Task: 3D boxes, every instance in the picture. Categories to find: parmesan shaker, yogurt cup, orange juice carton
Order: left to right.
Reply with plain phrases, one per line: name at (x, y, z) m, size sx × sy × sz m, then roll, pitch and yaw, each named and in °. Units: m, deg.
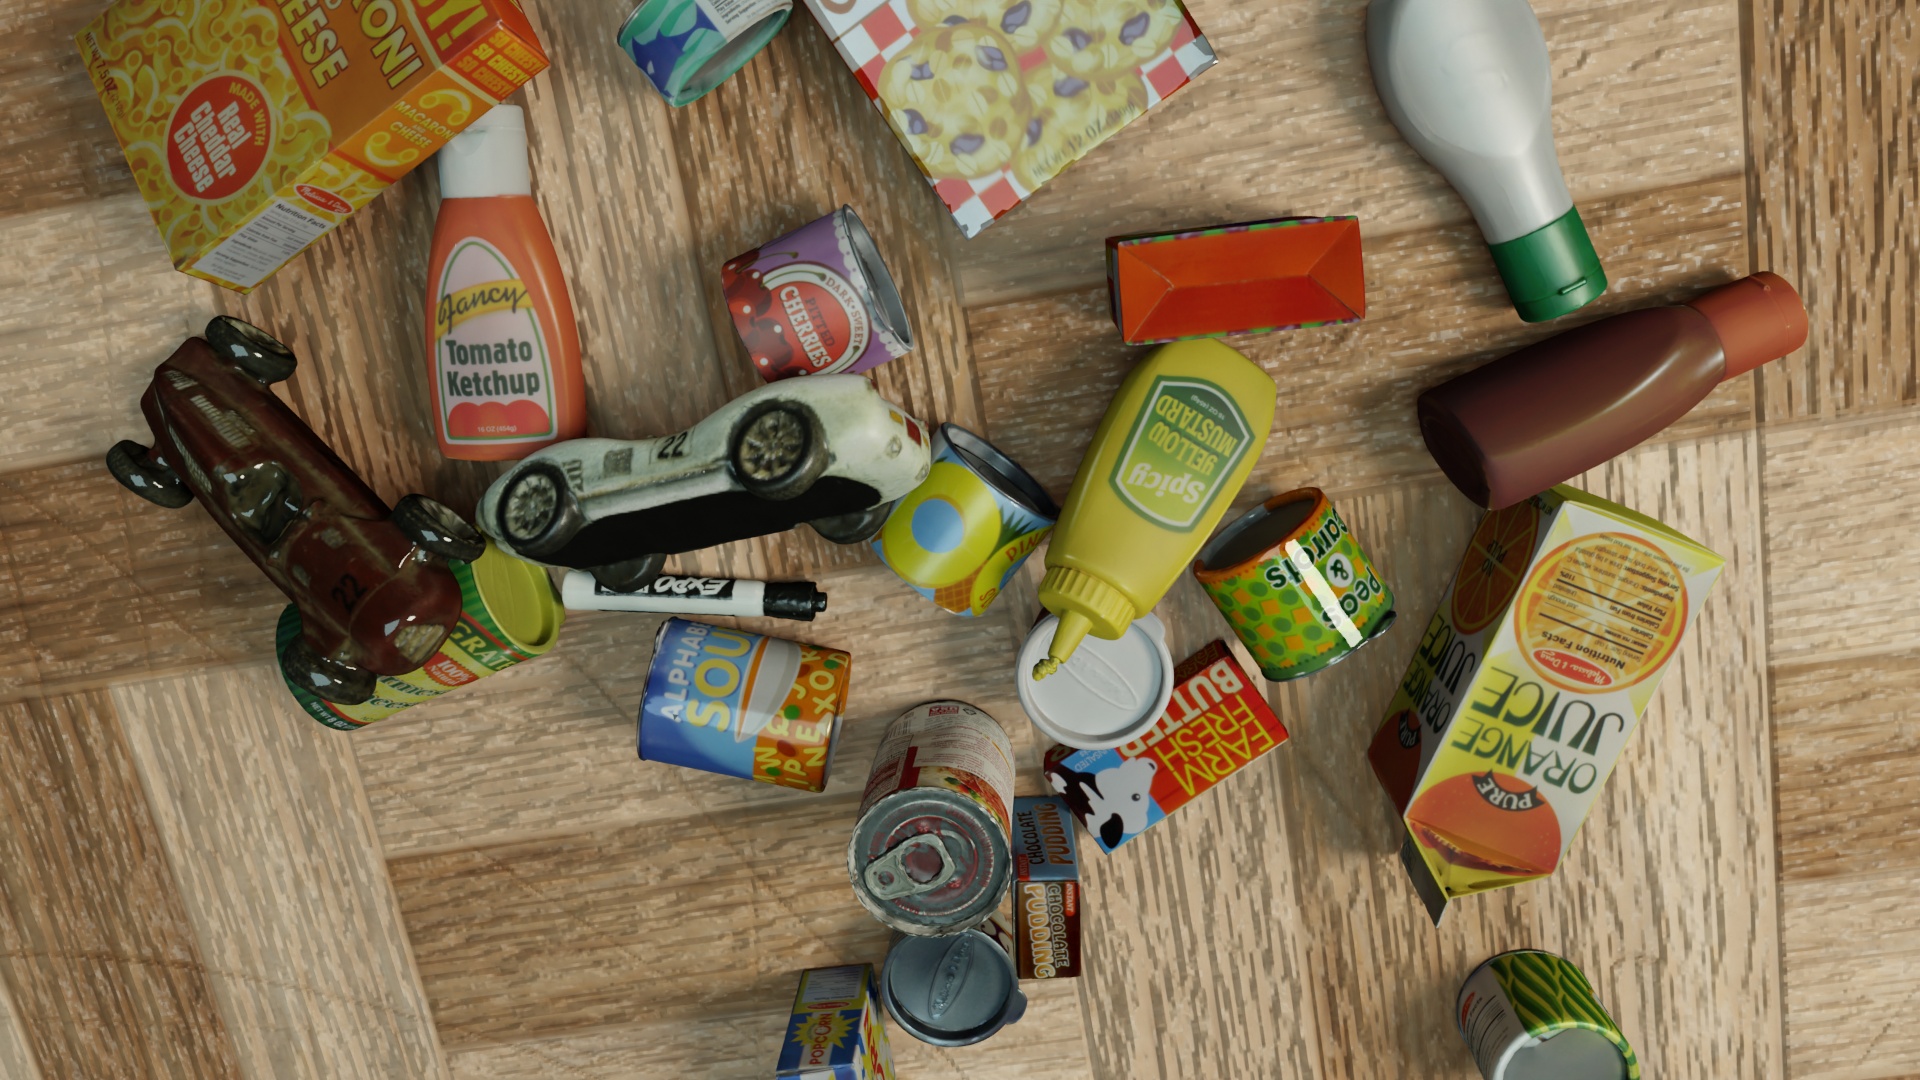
parmesan shaker at (-0.243, 0.040, 0.631) m, size 0.103 × 0.071 × 0.071 m, roll -22°, pitch 102°, yaw 9°
yogurt cup at (0.059, 0.052, 0.620) m, size 0.072 × 0.054 × 0.072 m, roll 1°, pitch 105°, yaw 3°
orange juice carton at (0.240, 0.072, 0.605) m, size 0.073 × 0.072 × 0.192 m, roll 21°, pitch 104°, yaw -2°

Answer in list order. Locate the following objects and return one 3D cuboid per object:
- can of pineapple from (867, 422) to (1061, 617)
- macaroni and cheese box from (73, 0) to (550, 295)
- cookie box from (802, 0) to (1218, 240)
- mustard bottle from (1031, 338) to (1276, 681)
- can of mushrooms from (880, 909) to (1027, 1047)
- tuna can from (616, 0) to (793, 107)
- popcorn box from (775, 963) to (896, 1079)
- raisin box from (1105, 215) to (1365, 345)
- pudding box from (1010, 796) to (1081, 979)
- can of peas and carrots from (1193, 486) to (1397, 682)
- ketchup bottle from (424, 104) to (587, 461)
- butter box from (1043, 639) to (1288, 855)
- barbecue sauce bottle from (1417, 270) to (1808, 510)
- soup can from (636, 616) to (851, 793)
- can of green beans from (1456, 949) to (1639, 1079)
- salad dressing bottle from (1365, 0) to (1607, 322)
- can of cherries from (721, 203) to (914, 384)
can of pineapple at (0.002, -0.008, 0.601) m, size 0.071 × 0.071 × 0.057 m, roll 37°, pitch 105°, yaw -6°
macaroni and cheese box at (-0.263, -0.198, 0.562) m, size 0.166 × 0.040 × 0.124 m, roll -32°, pitch 77°, yaw 10°
cookie box at (0.005, -0.227, 0.559) m, size 0.123 × 0.040 × 0.167 m, roll -34°, pitch 101°, yaw 11°
mustard bottle at (0.073, -0.010, 0.572) m, size 0.065 × 0.048 × 0.160 m, roll 31°, pitch 74°, yaw -2°
can of mushrooms at (-0.002, 0.209, 0.674) m, size 0.071 × 0.033 × 0.071 m, roll 1°, pitch 104°, yaw 3°
tuna can at (-0.103, -0.206, 0.559) m, size 0.071 × 0.071 × 0.033 m, roll -37°, pitch 101°, yaw 12°
popcorn box at (-0.052, 0.283, 0.669) m, size 0.038 × 0.085 × 0.126 m, roll -9°, pitch 103°, yaw 5°
raisin box at (0.102, -0.103, 0.541) m, size 0.086 × 0.124 × 0.040 m, roll -6°, pitch 103°, yaw 5°
pudding box at (0.038, 0.156, 0.633) m, size 0.030 × 0.084 × 0.049 m, roll -2°, pitch 104°, yaw 1°
can of peas and carrots at (0.144, 0.018, 0.597) m, size 0.071 × 0.071 × 0.058 m, roll -34°, pitch 100°, yaw 11°
ketchup bottle at (-0.200, -0.110, 0.600) m, size 0.065 × 0.043 × 0.148 m, roll -1°, pitch 104°, yaw 2°
butter box at (0.094, 0.096, 0.644) m, size 0.103 × 0.024 × 0.053 m, roll -36°, pitch 100°, yaw 12°
barbecue sauce bottle at (0.271, -0.066, 0.575) m, size 0.148 × 0.065 × 0.043 m, roll -24°, pitch 127°, yaw 1°
soup can at (-0.096, 0.073, 0.627) m, size 0.084 × 0.071 × 0.071 m, roll 11°, pitch 105°, yaw 0°
can of green beans at (0.274, 0.237, 0.652) m, size 0.071 × 0.058 × 0.071 m, roll 1°, pitch 105°, yaw 3°
salad dressing bottle at (0.215, -0.161, 0.562) m, size 0.064 × 0.044 × 0.147 m, roll -28°, pitch 102°, yaw 8°
can of cherries at (-0.059, -0.097, 0.579) m, size 0.058 × 0.072 × 0.071 m, roll -22°, pitch 102°, yaw 9°
